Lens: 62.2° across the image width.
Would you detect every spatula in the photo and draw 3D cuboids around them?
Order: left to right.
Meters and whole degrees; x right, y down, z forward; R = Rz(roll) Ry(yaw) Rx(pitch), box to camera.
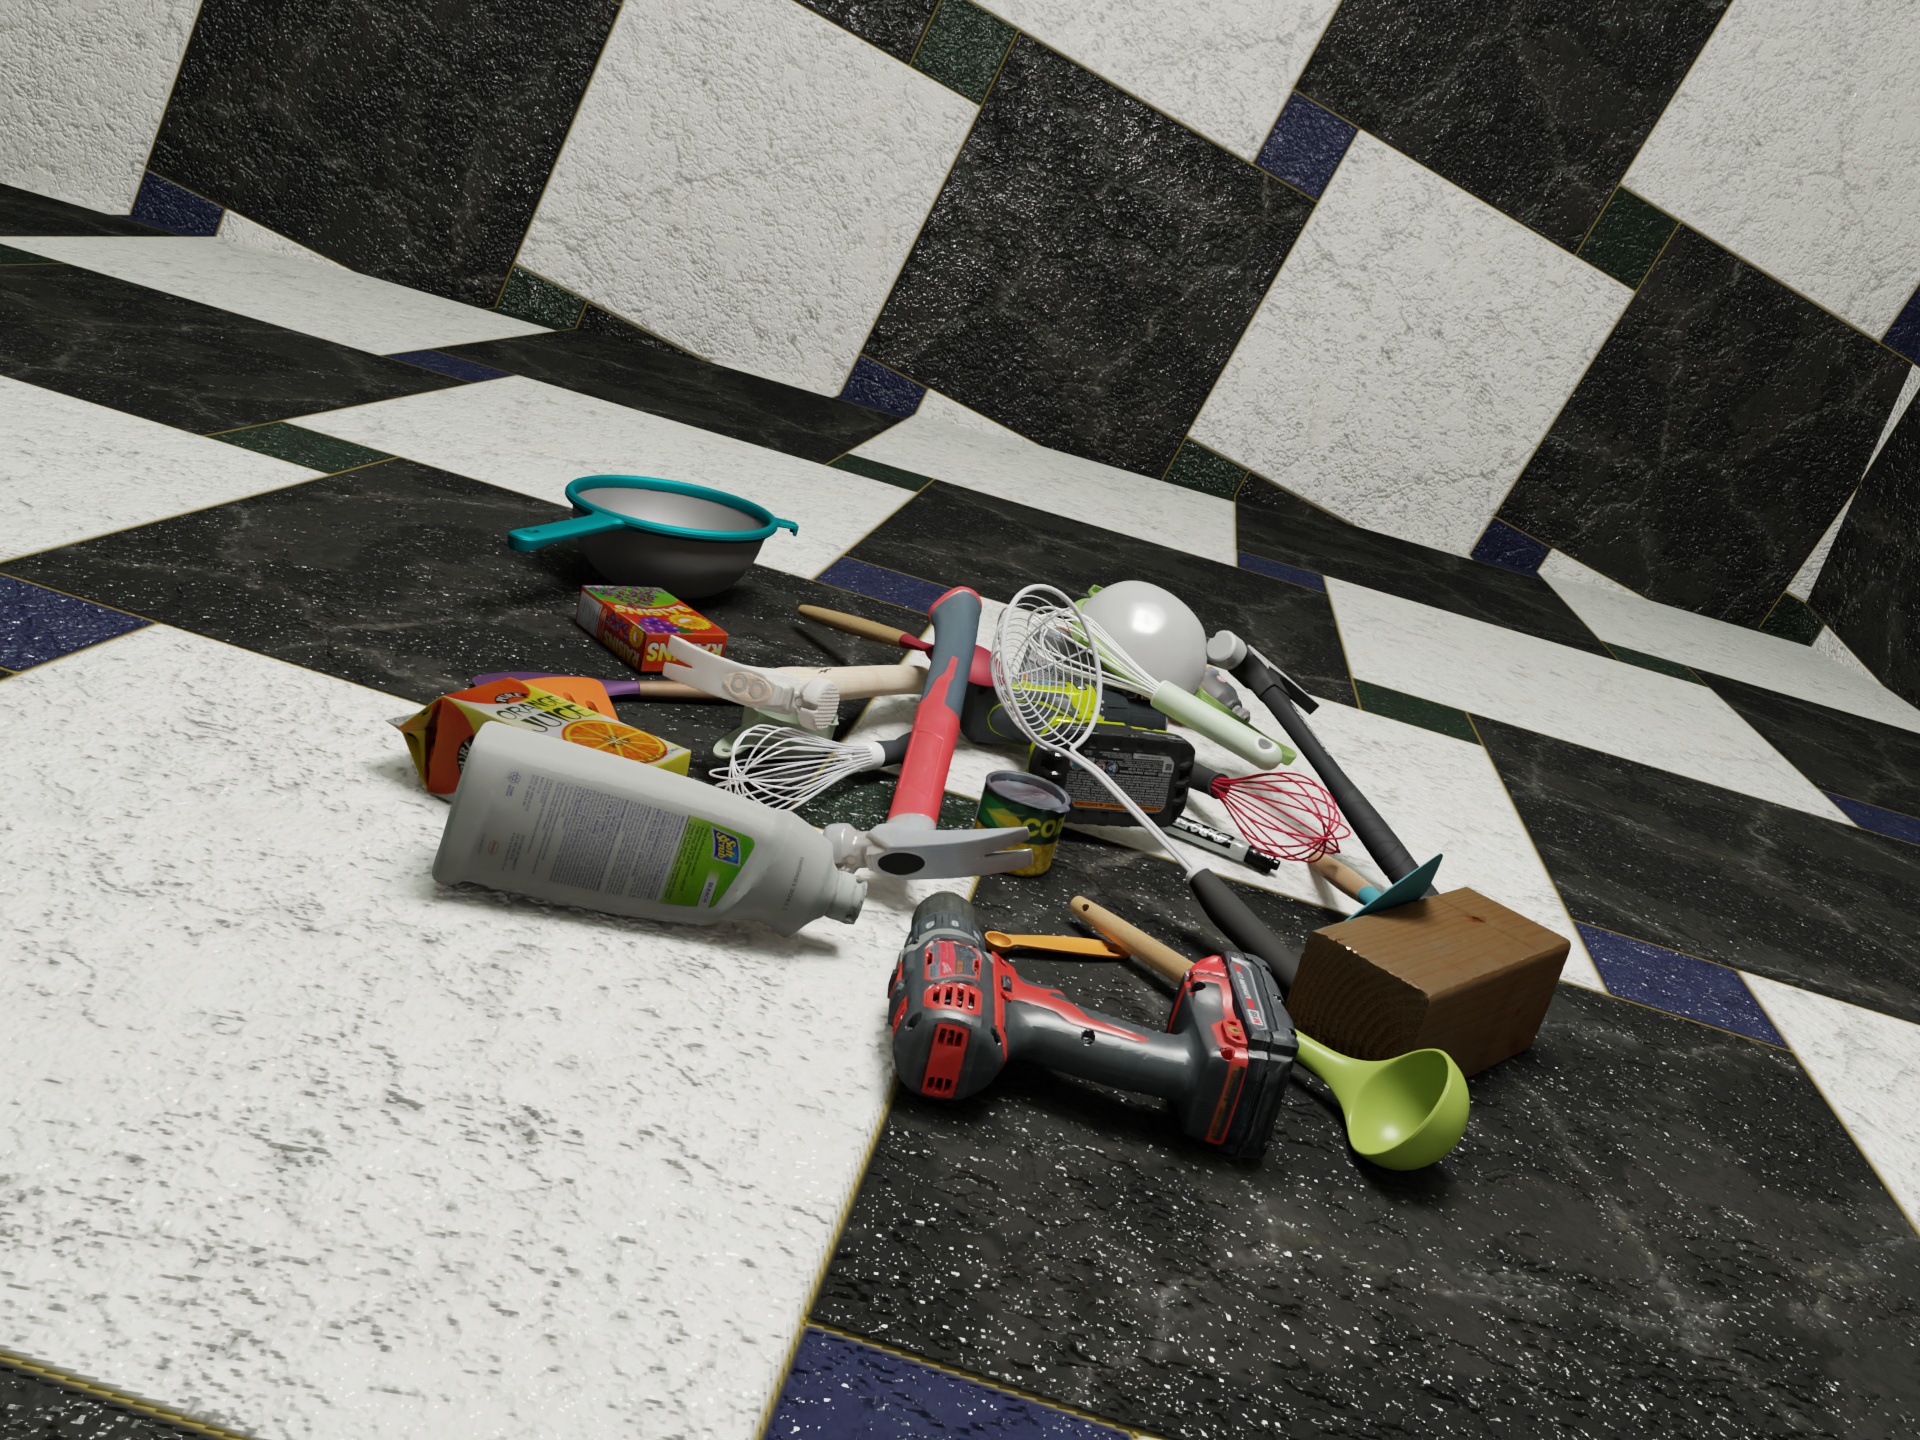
[{"bbox_3d":[-0.247,-0.026,1.326,0.315,0.018,0.060,1,22,-34],"label":"spatula"},{"bbox_3d":[-0.201,0.040,1.121,0.323,0.041,0.081,25,20,38],"label":"spatula"},{"bbox_3d":[0.297,0.118,1.203,0.044,0.082,0.317,53,2,-2],"label":"spatula"}]

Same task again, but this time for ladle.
[{"bbox_3d":[-0.065,-0.077,1.477,0.069,0.031,0.316,2,11,-38],"label":"ladle"},{"bbox_3d":[0.180,0.181,1.010,0.320,0.078,0.062,29,-17,42],"label":"ladle"}]

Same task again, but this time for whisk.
[{"bbox_3d":[-0.089,0.031,1.240,0.070,0.070,0.284,26,17,28],"label":"whisk"},{"bbox_3d":[0.158,-0.026,1.323,0.246,0.059,0.058,32,47,18],"label":"whisk"},{"bbox_3d":[0.231,0.061,1.360,0.073,0.073,0.296,7,9,-25],"label":"whisk"}]

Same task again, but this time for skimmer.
[{"bbox_3d":[0.147,0.049,1.154,0.127,0.090,0.364,-4,45,-51],"label":"skimmer"}]

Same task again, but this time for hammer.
[{"bbox_3d":[-0.087,-0.036,1.364,0.146,0.038,0.410,18,9,22],"label":"hammer"},{"bbox_3d":[-0.002,-0.004,1.229,0.143,0.038,0.387,-3,31,10],"label":"hammer"},{"bbox_3d":[0.331,0.058,1.379,0.146,0.035,0.335,31,23,-43],"label":"hammer"}]

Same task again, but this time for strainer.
[{"bbox_3d":[-0.321,-0.161,1.538,0.211,0.095,0.340,20,21,20],"label":"strainer"},{"bbox_3d":[0.224,-0.053,1.494,0.256,0.069,0.151,35,24,-2],"label":"strainer"}]

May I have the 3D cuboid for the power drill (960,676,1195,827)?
[{"bbox_3d":[0.115,0.018,1.371,0.190,0.080,0.229,5,15,-15],"label":"power drill"}]

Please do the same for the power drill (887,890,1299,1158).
[{"bbox_3d":[0.069,0.168,0.942,0.226,0.080,0.188,11,19,-4],"label":"power drill"}]

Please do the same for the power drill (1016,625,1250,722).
[{"bbox_3d":[0.181,-0.033,1.595,0.164,0.084,0.226,31,21,35],"label":"power drill"}]

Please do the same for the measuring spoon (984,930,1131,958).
[{"bbox_3d":[0.066,0.155,1.076,0.116,0.011,0.021,9,20,-29],"label":"measuring spoon"}]

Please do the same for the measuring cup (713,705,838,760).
[{"bbox_3d":[-0.155,0.017,1.250,0.083,0.038,0.167,20,21,13],"label":"measuring cup"}]
